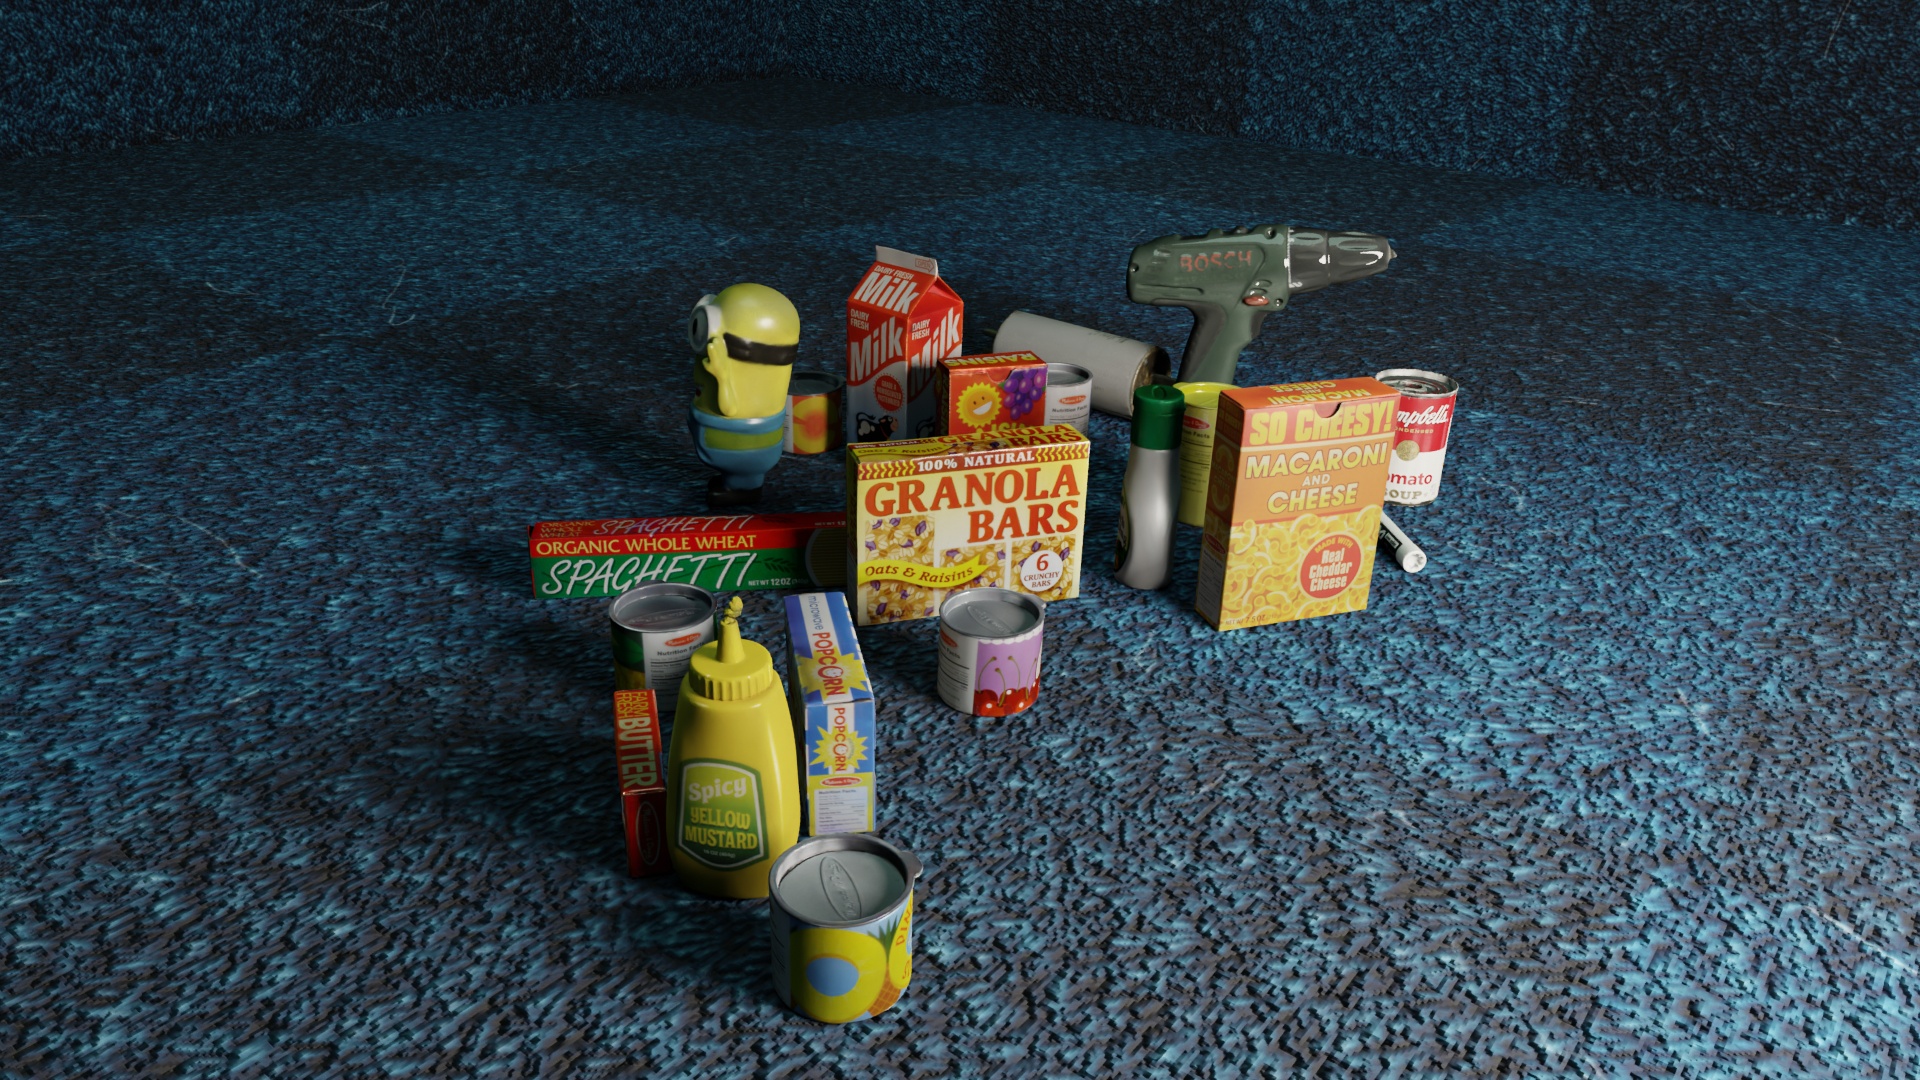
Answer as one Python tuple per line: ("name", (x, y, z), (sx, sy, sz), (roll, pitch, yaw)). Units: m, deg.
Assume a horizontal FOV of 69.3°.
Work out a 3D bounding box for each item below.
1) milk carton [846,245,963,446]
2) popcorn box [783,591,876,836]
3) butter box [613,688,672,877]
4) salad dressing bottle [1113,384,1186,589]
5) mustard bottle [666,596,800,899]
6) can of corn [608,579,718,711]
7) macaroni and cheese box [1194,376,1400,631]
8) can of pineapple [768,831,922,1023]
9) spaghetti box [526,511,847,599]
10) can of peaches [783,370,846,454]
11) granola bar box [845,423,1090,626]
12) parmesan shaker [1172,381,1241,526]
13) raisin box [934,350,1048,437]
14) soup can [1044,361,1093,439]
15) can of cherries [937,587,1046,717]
("milk carton", (-0.048, -0.153, 1.190), (0.072, 0.189, 0.074), (21, 31, 35))
("popcorn box", (-0.075, 0.094, 0.784), (0.038, 0.084, 0.127), (-3, 26, -11))
("butter box", (-0.171, 0.127, 0.745), (0.024, 0.053, 0.104), (-5, 26, -14))
("salad dressing bottle", (0.138, -0.038, 1.010), (0.044, 0.147, 0.064), (4, 25, 4))
("mustard bottle", (-0.113, 0.100, 0.681), (0.065, 0.159, 0.049), (4, 25, 5))
("can of corn", (-0.185, 0.065, 0.871), (0.071, 0.058, 0.071), (2, 25, -1))
("macaroni and cheese box", (0.234, -0.025, 0.966), (0.124, 0.165, 0.040), (-7, 26, -19))
("can of pineapple", (-0.053, 0.178, 0.640), (0.071, 0.057, 0.071), (2, 25, -1))
("spaghetti box", (-0.181, 0.010, 0.998), (0.250, 0.050, 0.029), (-2, 25, -9))
("can of peaches", (-0.138, -0.117, 1.261), (0.071, 0.057, 0.071), (2, 25, -1))
("granola bar box", (0.003, -0.012, 0.971), (0.166, 0.123, 0.039), (-7, 26, -18))
("parmesan shaker", (0.200, -0.071, 1.137), (0.071, 0.102, 0.071), (2, 25, -1))
("raisin box", (0.023, -0.089, 1.138), (0.086, 0.122, 0.040), (-7, 26, -18))
("soup can", (0.080, -0.110, 1.233), (0.071, 0.083, 0.071), (2, 25, -1))
("can of cherries", (0.021, 0.070, 0.876), (0.071, 0.058, 0.072), (2, 25, -1))
